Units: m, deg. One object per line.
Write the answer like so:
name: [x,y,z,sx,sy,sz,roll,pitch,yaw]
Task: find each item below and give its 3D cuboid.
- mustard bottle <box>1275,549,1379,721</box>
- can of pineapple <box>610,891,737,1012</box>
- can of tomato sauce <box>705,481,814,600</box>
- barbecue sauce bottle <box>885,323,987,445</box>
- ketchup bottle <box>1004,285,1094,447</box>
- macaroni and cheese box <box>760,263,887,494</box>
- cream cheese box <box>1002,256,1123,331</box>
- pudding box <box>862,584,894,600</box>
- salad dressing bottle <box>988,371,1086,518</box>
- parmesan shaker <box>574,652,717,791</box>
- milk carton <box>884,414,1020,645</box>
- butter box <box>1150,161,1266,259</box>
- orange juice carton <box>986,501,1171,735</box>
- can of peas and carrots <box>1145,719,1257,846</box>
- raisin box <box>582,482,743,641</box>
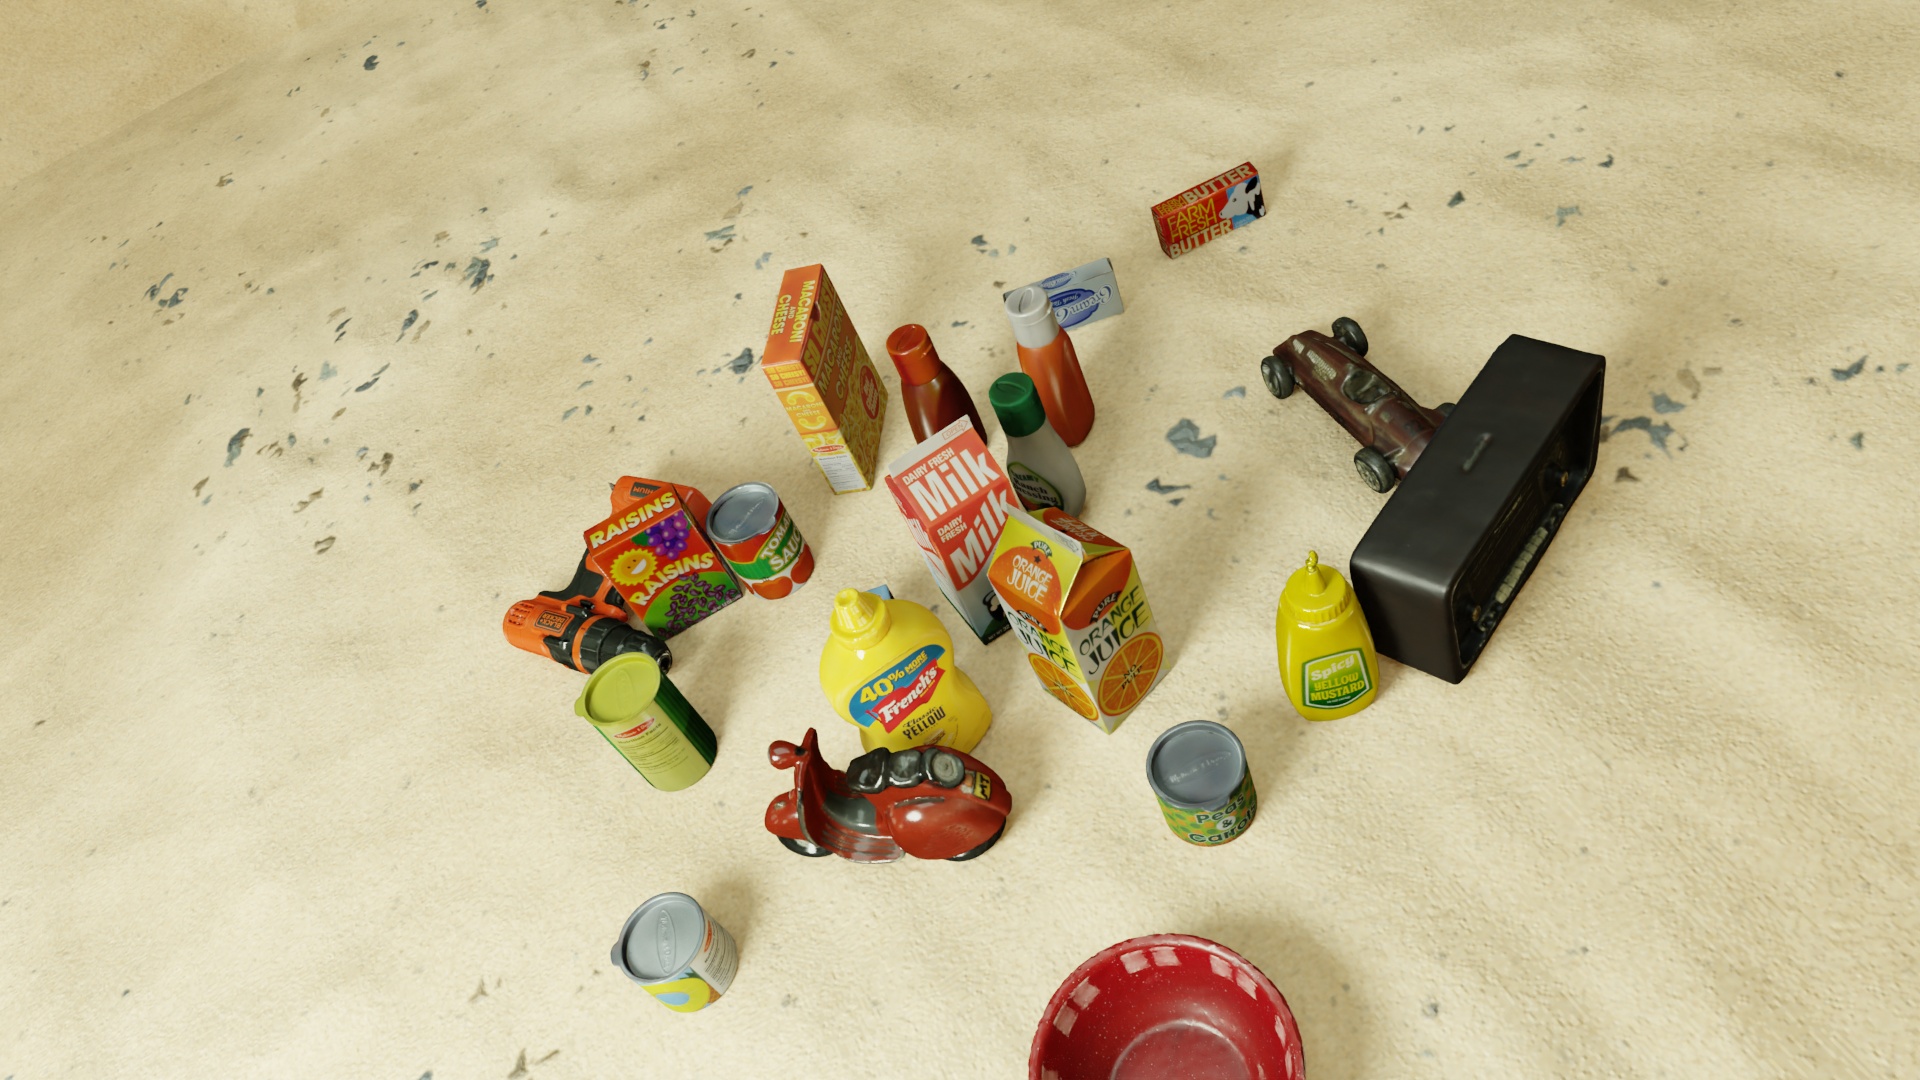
mustard bottle: [0.238,0.060,0.917,0.065,0.159,0.049,-17,47,8]
can of pineapple: [-0.198,0.288,0.970,0.071,0.057,0.071,-11,49,13]
can of tomato sauce: [-0.168,0.002,1.184,0.071,0.082,0.071,-11,49,13]
barbecue sauce bottle: [-0.022,-0.119,1.183,0.044,0.148,0.065,15,59,31]
ketchup bottle: [0.075,-0.148,1.168,0.043,0.148,0.065,0,52,22]
macaroni and cheese box: [-0.116,-0.141,1.227,0.040,0.165,0.124,-7,50,17]
cream cheese box: [0.096,-0.220,1.286,0.104,0.053,0.024,-19,47,6]
pudding box: [-0.057,0.082,1.094,0.030,0.049,0.084,-21,47,5]
salad dressing bottle: [0.060,-0.072,1.110,0.064,0.147,0.044,23,63,35]
parmesan shaker: [-0.243,0.143,1.080,0.071,0.102,0.072,-11,49,13]
milk carton: [0.004,-0.013,1.054,0.072,0.189,0.074,-34,47,-8]
butter box: [0.234,-0.310,1.307,0.103,0.053,0.024,-25,47,1]
orange juice carton: [0.081,0.047,0.971,0.073,0.191,0.072,-44,50,-16]
can of peas and carrots: [0.163,0.165,0.929,0.071,0.058,0.071,-11,49,13]
raisin box: [-0.249,0.020,1.173,0.086,0.123,0.040,-29,47,-3]
